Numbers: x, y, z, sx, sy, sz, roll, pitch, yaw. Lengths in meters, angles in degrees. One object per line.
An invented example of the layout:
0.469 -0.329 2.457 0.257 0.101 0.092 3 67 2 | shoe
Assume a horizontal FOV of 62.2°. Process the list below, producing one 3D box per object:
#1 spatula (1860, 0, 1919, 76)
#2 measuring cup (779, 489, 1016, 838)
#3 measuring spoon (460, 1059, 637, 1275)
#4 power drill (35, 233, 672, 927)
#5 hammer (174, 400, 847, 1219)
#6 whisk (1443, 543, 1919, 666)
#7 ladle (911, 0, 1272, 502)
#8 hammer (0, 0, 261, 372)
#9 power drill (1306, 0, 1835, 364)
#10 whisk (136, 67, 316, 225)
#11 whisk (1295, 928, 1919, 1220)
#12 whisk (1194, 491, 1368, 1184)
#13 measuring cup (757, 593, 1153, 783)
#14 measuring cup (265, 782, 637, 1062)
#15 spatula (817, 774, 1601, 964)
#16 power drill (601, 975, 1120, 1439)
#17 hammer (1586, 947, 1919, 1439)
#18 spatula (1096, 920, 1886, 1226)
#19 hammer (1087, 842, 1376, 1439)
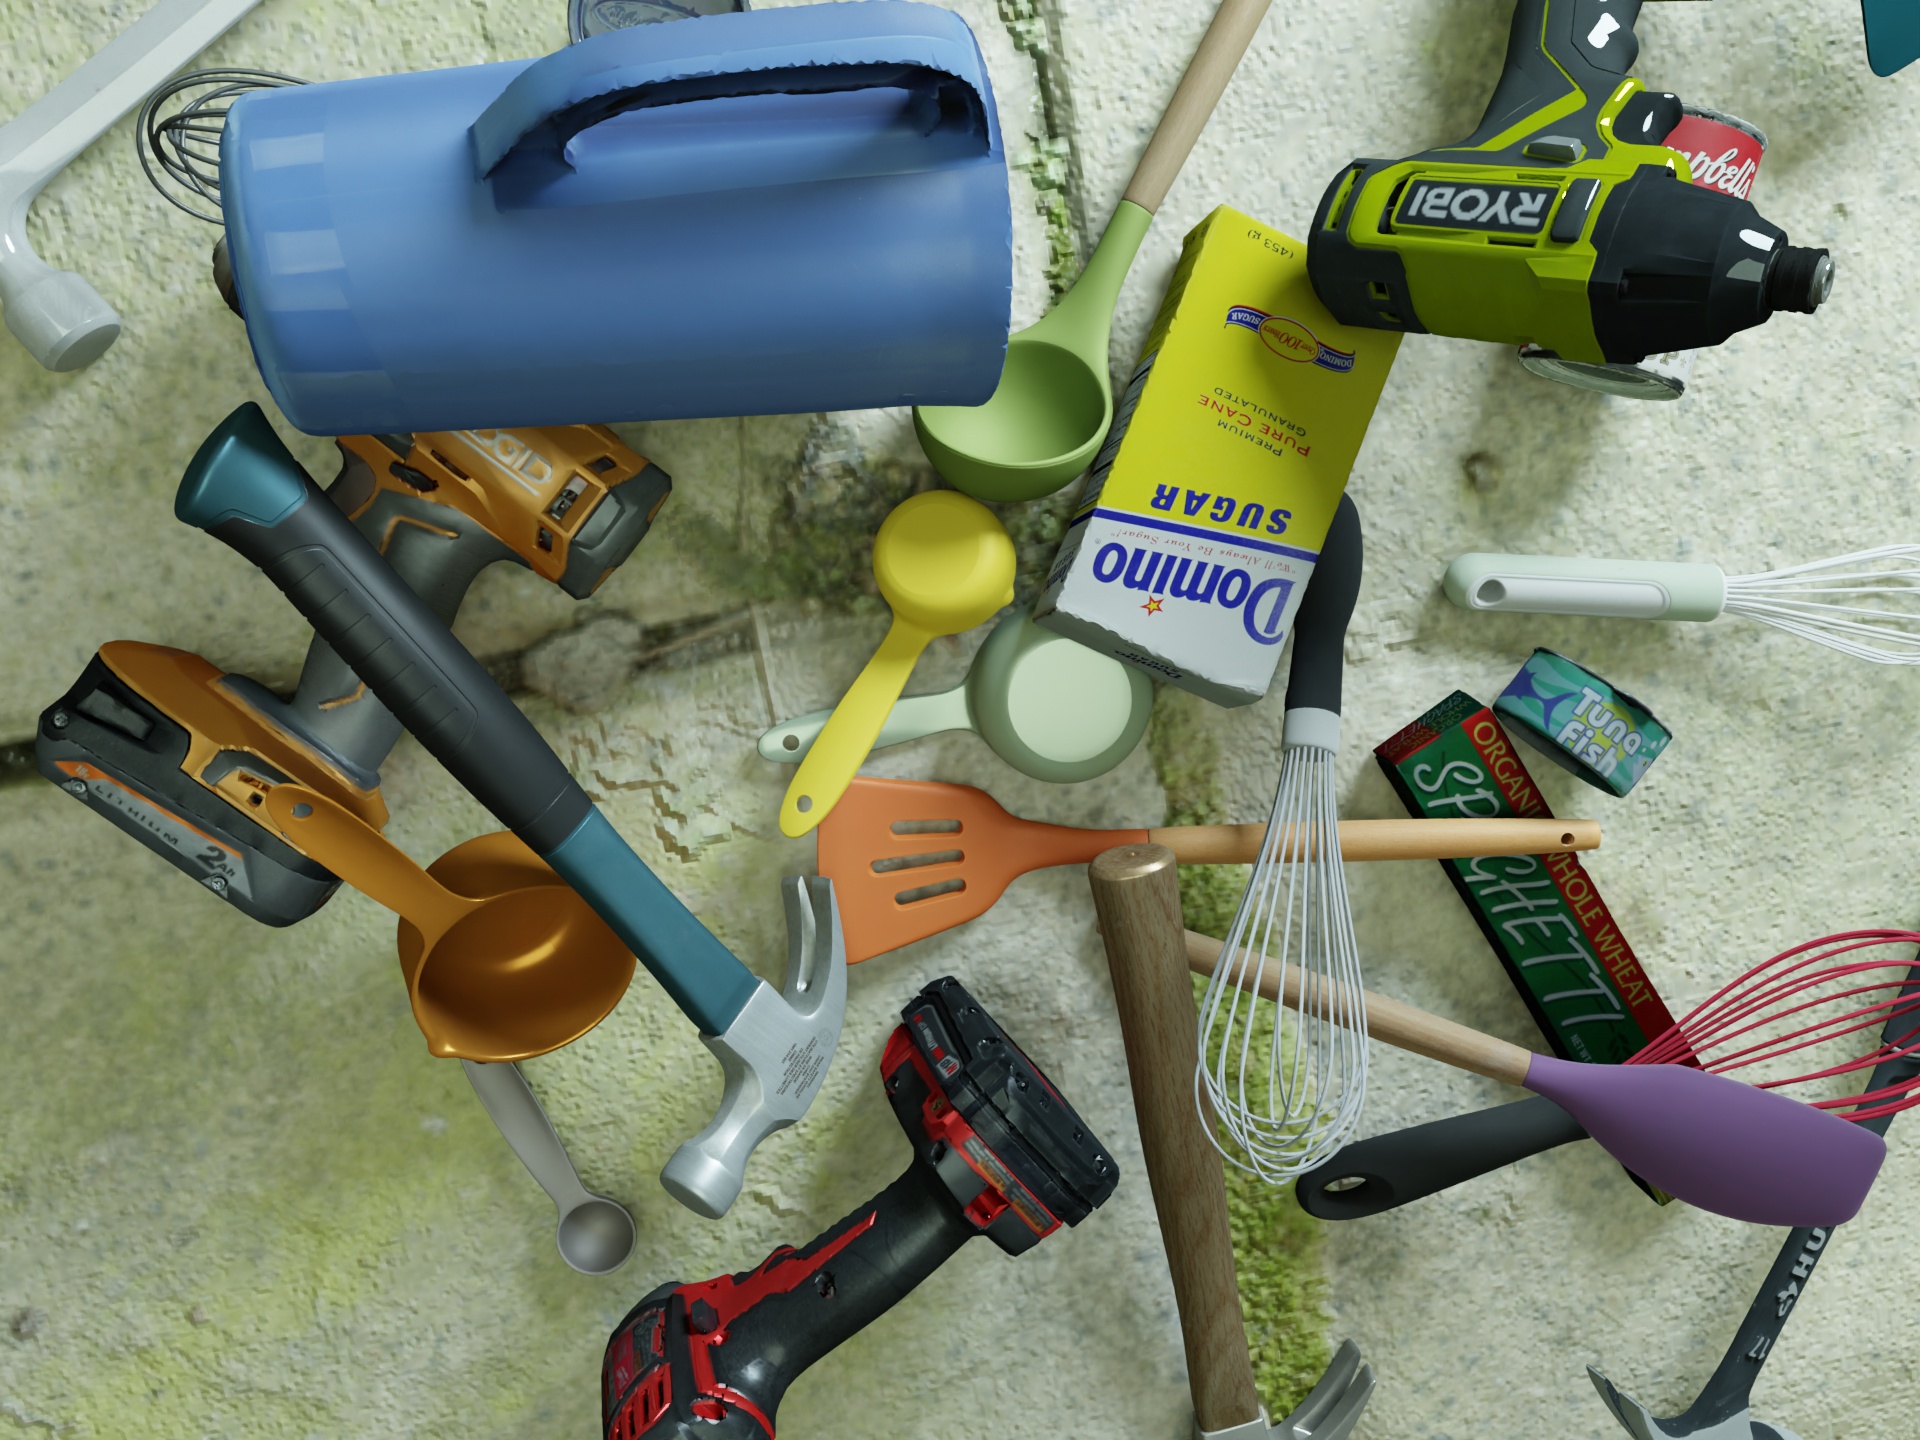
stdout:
0.301 -0.401 0.614 0.082 0.044 0.317 -37 88 2 | spatula
-0.033 -0.023 0.635 0.062 0.029 0.156 29 84 17 | measuring cup
-0.179 0.182 0.683 0.034 0.018 0.124 -31 93 0 | measuring spoon
-0.248 -0.060 0.606 0.185 0.084 0.226 38 89 -9 | power drill
-0.153 0.030 0.575 0.330 0.033 0.128 53 54 -25 | hammer
0.329 -0.053 0.679 0.246 0.059 0.057 3 126 -2 | whisk
0.079 -0.229 0.623 0.078 0.062 0.320 29 92 20 | ladle
-0.232 -0.313 0.589 0.405 0.035 0.144 -39 100 1 | hammer
0.245 -0.233 0.569 0.080 0.171 0.223 40 73 -52 | power drill
-0.172 -0.200 0.591 0.239 0.055 0.055 1 99 -20 | whisk
0.281 0.160 0.671 0.296 0.073 0.073 -24 101 18 | whisk
0.135 0.036 0.625 0.070 0.070 0.285 11 72 -7 | whisk
-0.001 -0.002 0.656 0.167 0.038 0.083 -11 100 -6 | measuring cup
-0.199 0.062 0.606 0.095 0.052 0.173 -40 131 -1 | measuring cup
0.103 0.055 0.662 0.322 0.041 0.081 -2 99 4 | spatula
-0.053 0.213 0.641 0.219 0.143 0.078 -42 104 -5 | power drill
0.412 0.159 0.711 0.149 0.036 0.409 25 92 -29 | hammer
0.205 0.136 0.653 0.316 0.018 0.059 19 112 13 | spatula
0.101 0.207 0.683 0.130 0.031 0.331 -13 108 -6 | hammer
